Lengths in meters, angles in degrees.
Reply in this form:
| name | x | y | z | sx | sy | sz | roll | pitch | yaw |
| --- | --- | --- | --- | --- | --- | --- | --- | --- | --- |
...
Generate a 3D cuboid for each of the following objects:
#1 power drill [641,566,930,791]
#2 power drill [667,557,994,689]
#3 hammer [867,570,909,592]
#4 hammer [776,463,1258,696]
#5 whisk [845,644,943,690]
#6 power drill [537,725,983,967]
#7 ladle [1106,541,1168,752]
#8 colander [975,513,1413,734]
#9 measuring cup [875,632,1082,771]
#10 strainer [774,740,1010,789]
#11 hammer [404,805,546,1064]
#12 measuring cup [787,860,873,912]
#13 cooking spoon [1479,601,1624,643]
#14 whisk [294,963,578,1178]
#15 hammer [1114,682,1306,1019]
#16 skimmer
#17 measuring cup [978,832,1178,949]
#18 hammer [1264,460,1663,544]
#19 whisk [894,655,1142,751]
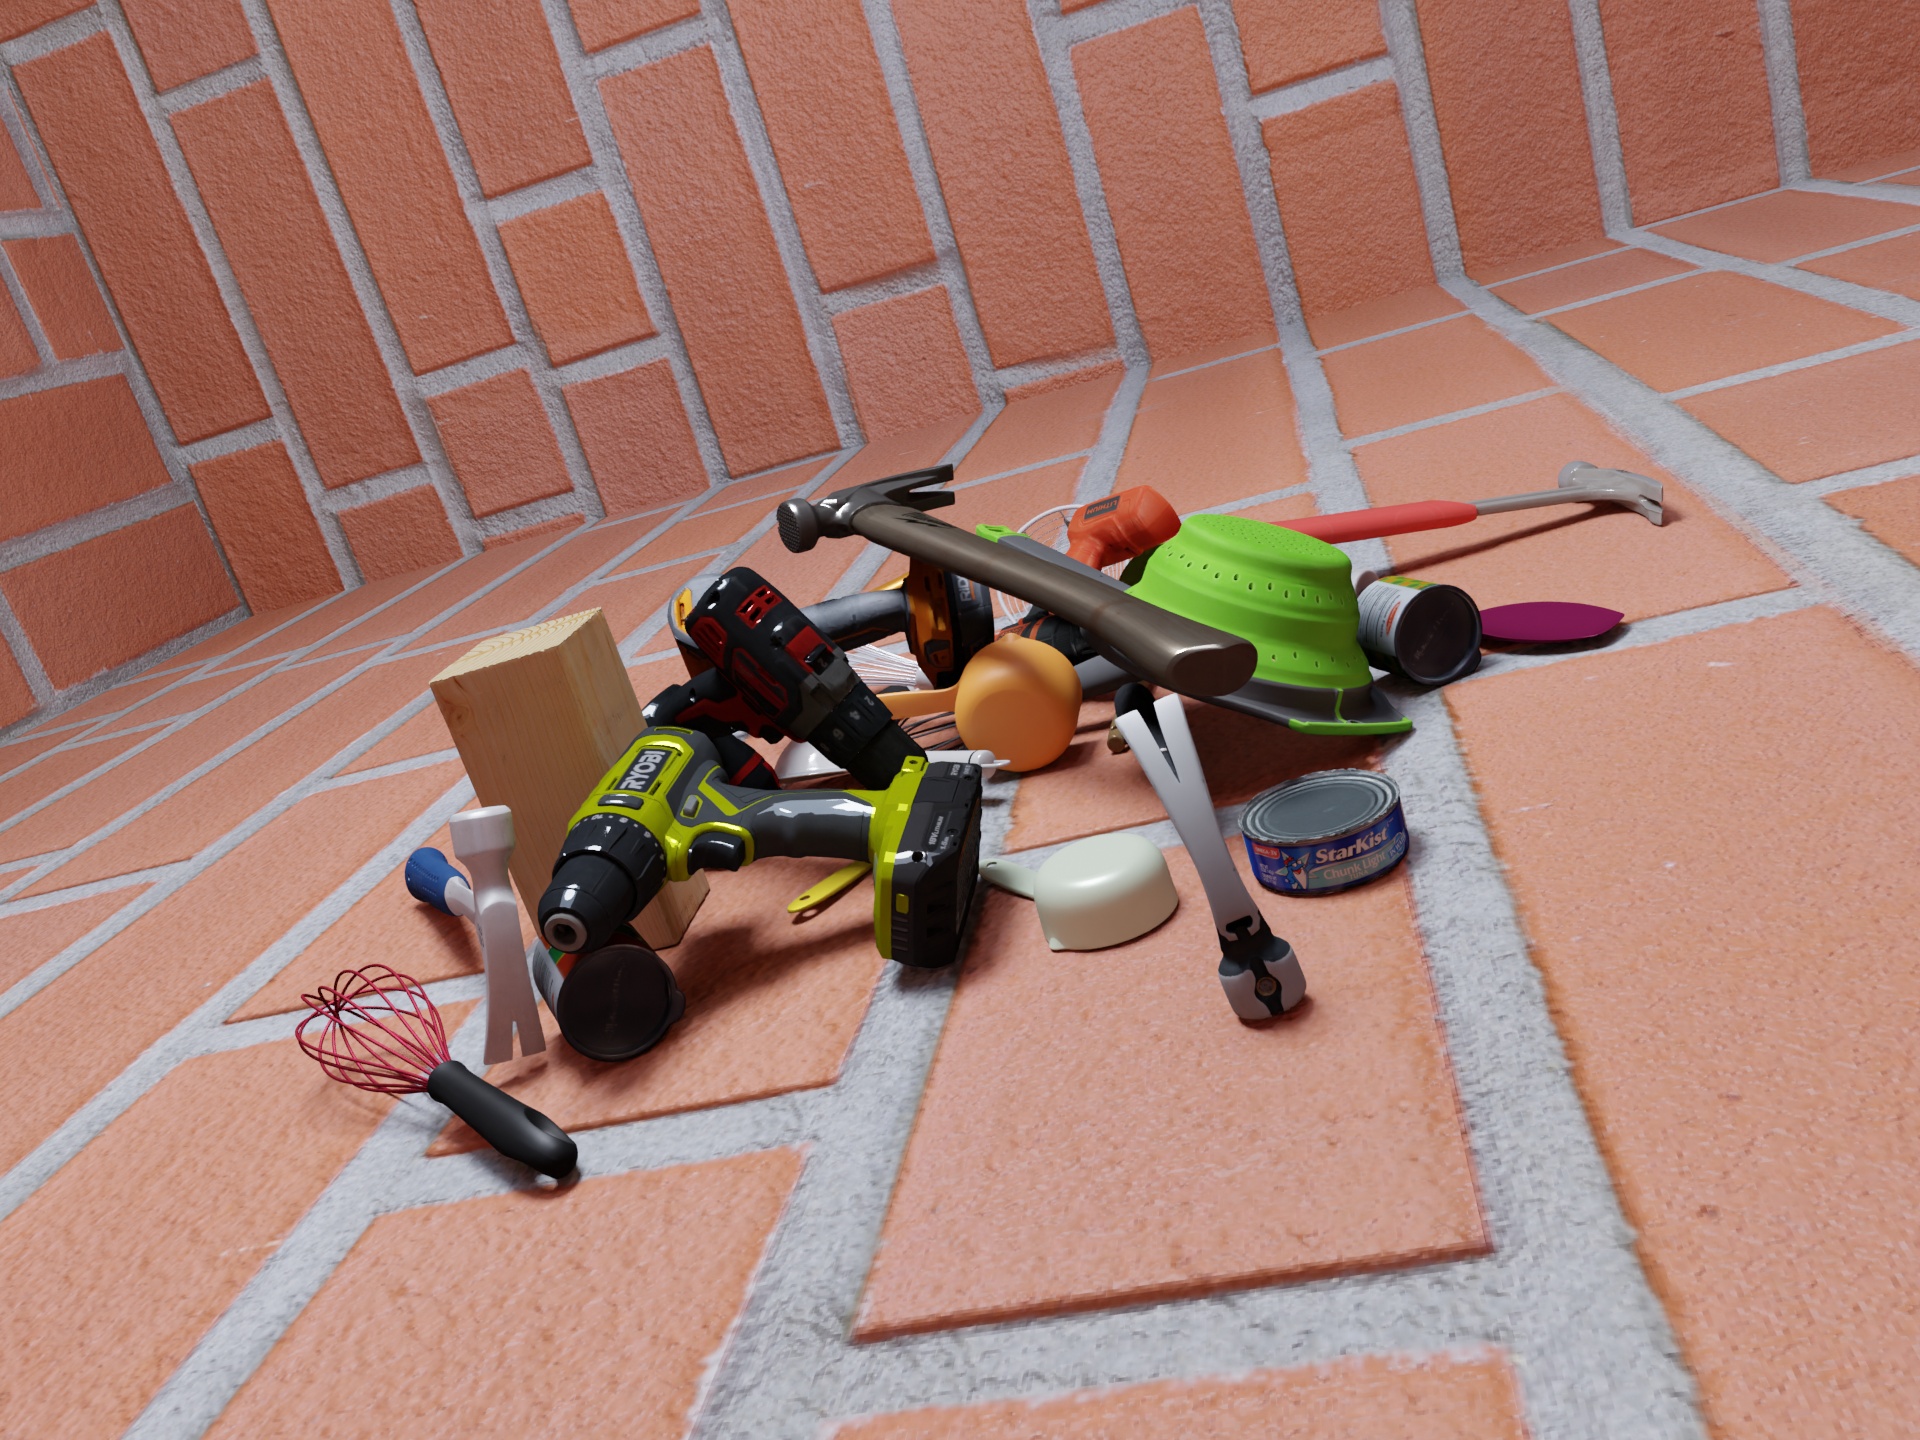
| name | x | y | z | sx | sy | sz | roll | pitch | yaw |
| --- | --- | --- | --- | --- | --- | --- | --- | --- | --- |
| power drill | -0.128 | 0.017 | 1.061 | 0.080 | 0.188 | 0.226 | -49 | 5 | -39 |
| power drill | -0.092 | -0.057 | 1.182 | 0.226 | 0.084 | 0.164 | -8 | -24 | -3 |
| hammer | -0.148 | -0.064 | 1.374 | 0.337 | 0.034 | 0.127 | -27 | -13 | 5 |
| hammer | 0.042 | -0.097 | 1.021 | 0.146 | 0.038 | 0.411 | -19 | 29 | -29 |
| whisk | -0.054 | -0.039 | 1.265 | 0.285 | 0.070 | 0.070 | 11 | 27 | 21 |
| power drill | -0.110 | 0.076 | 0.894 | 0.228 | 0.080 | 0.191 | 5 | 27 | 7 |
| ladle | 0.139 | -0.060 | 1.230 | 0.078 | 0.062 | 0.320 | -25 | 16 | 24 |
| colander | 0.140 | -0.106 | 1.082 | 0.204 | 0.094 | 0.397 | -1 | 22 | -37 |
| measuring cup | -0.002 | -0.004 | 1.114 | 0.173 | 0.095 | 0.052 | -6 | 28 | 9 |
| strainer | -0.058 | 0.030 | 1.142 | 0.086 | 0.050 | 0.258 | -6 | 3 | -45 |
| hammer | -0.331 | 0.123 | 1.050 | 0.035 | 0.144 | 0.405 | -9 | 3 | -24 |
| measuring cup | -0.063 | 0.079 | 1.035 | 0.062 | 0.029 | 0.156 | -3 | 20 | 38 |
| cooking spoon | 0.315 | -0.067 | 1.140 | 0.069 | 0.017 | 0.319 | -30 | 22 | -37 |
| whisk | -0.288 | 0.191 | 0.868 | 0.073 | 0.073 | 0.296 | -30 | 27 | -35 |
| hammer | 0.116 | 0.027 | 0.897 | 0.036 | 0.149 | 0.409 | -23 | 10 | 5 |
| skimmer | -0.002 | -0.074 | 1.346 | 0.363 | 0.090 | 0.127 | -32 | 52 | -33 |
| measuring cup | 0.052 | 0.084 | 0.897 | 0.083 | 0.038 | 0.168 | -27 | 20 | -27 |
| hammer | 0.361 | -0.160 | 1.271 | 0.359 | 0.036 | 0.149 | -8 | 17 | 0 |
| whisk | 0.046 | -0.016 | 1.159 | 0.239 | 0.055 | 0.055 | -19 | 16 | 18 |
